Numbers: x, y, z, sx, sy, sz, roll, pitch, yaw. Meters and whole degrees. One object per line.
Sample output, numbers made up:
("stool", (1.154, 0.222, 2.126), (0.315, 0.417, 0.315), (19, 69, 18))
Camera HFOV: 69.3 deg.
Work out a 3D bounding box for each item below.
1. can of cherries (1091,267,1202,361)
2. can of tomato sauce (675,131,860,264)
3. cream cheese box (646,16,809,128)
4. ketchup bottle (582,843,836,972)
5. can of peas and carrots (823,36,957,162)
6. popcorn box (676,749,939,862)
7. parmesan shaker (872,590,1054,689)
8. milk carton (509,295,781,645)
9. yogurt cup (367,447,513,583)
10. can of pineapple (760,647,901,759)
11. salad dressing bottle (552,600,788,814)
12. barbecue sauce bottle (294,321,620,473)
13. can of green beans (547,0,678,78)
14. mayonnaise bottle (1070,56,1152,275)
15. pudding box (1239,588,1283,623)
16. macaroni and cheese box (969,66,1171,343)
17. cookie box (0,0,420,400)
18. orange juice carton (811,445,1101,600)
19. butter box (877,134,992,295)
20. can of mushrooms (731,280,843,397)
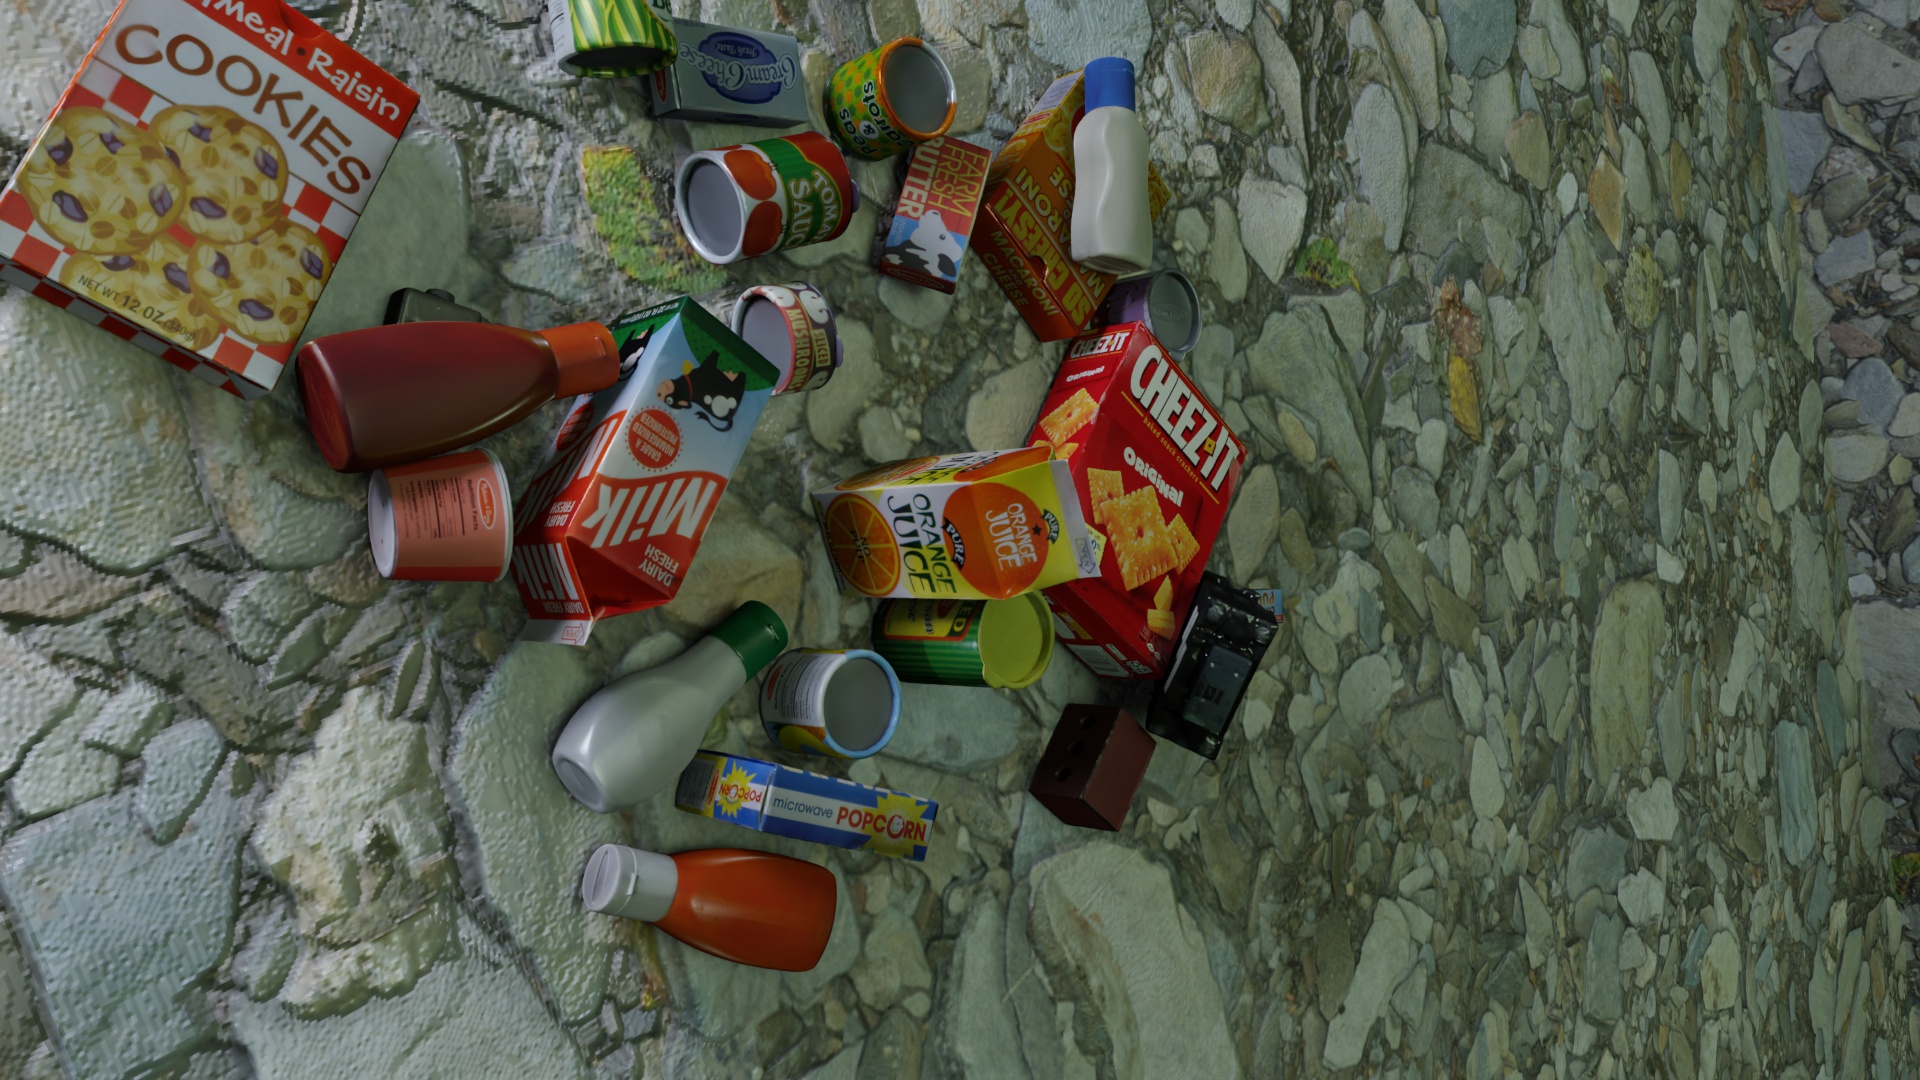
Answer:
("can of cherries", (0.142, -0.169, 1.063), (0.071, 0.058, 0.071), (3, 86, -44))
("can of tomato sauce", (-0.114, -0.201, 0.818), (0.083, 0.071, 0.071), (-25, 104, -41))
("cream cheese box", (-0.137, -0.276, 0.825), (0.104, 0.024, 0.053), (-13, 96, -49))
("ketchup bottle", (-0.140, 0.203, 0.786), (0.149, 0.043, 0.065), (25, 70, -39))
("can of peas and carrots", (-0.046, -0.282, 0.894), (0.071, 0.058, 0.071), (3, 85, -43))
("popcorn box", (-0.088, 0.154, 0.809), (0.126, 0.085, 0.038), (22, 74, -41))
("parmesan shaker", (-0.001, 0.062, 0.884), (0.071, 0.103, 0.071), (4, 85, -43))
("milk carton", (-0.177, -0.030, 0.745), (0.073, 0.072, 0.191), (38, 63, -35))
("yogurt cup", (-0.255, -0.010, 0.679), (0.054, 0.072, 0.072), (-6, 92, -35))
("can of pineapple", (-0.076, 0.099, 0.842), (0.071, 0.058, 0.071), (3, 85, -43))
("salad dressing bottle", (-0.158, 0.089, 0.778), (0.148, 0.044, 0.064), (-42, 113, -38))
("barbecue sauce bottle", (-0.239, -0.079, 0.679), (0.149, 0.043, 0.065), (-21, 90, -43))
("can of green beans", (-0.190, -0.288, 0.754), (0.071, 0.071, 0.057), (-12, 96, -43))
("mayonnaise bottle", (0.108, -0.268, 0.994), (0.065, 0.041, 0.148), (6, 81, -44))
("pudding box", (0.218, 0.055, 1.127), (0.084, 0.049, 0.030), (1, 86, -44))
("macaroni and cheese box", (0.079, -0.247, 1.021), (0.123, 0.040, 0.167), (50, 56, -28))
("cookie box", (-0.337, -0.167, 0.626), (0.123, 0.040, 0.168), (32, 66, -37))
("orange juice carton", (0.003, -0.010, 0.831), (0.073, 0.192, 0.071), (-27, 107, -40))
("butter box", (-0.016, -0.219, 0.925), (0.053, 0.024, 0.104), (16, 74, -6))
("can of mushrooms", (-0.103, -0.119, 0.822), (0.033, 0.071, 0.071), (-16, 99, -41))
